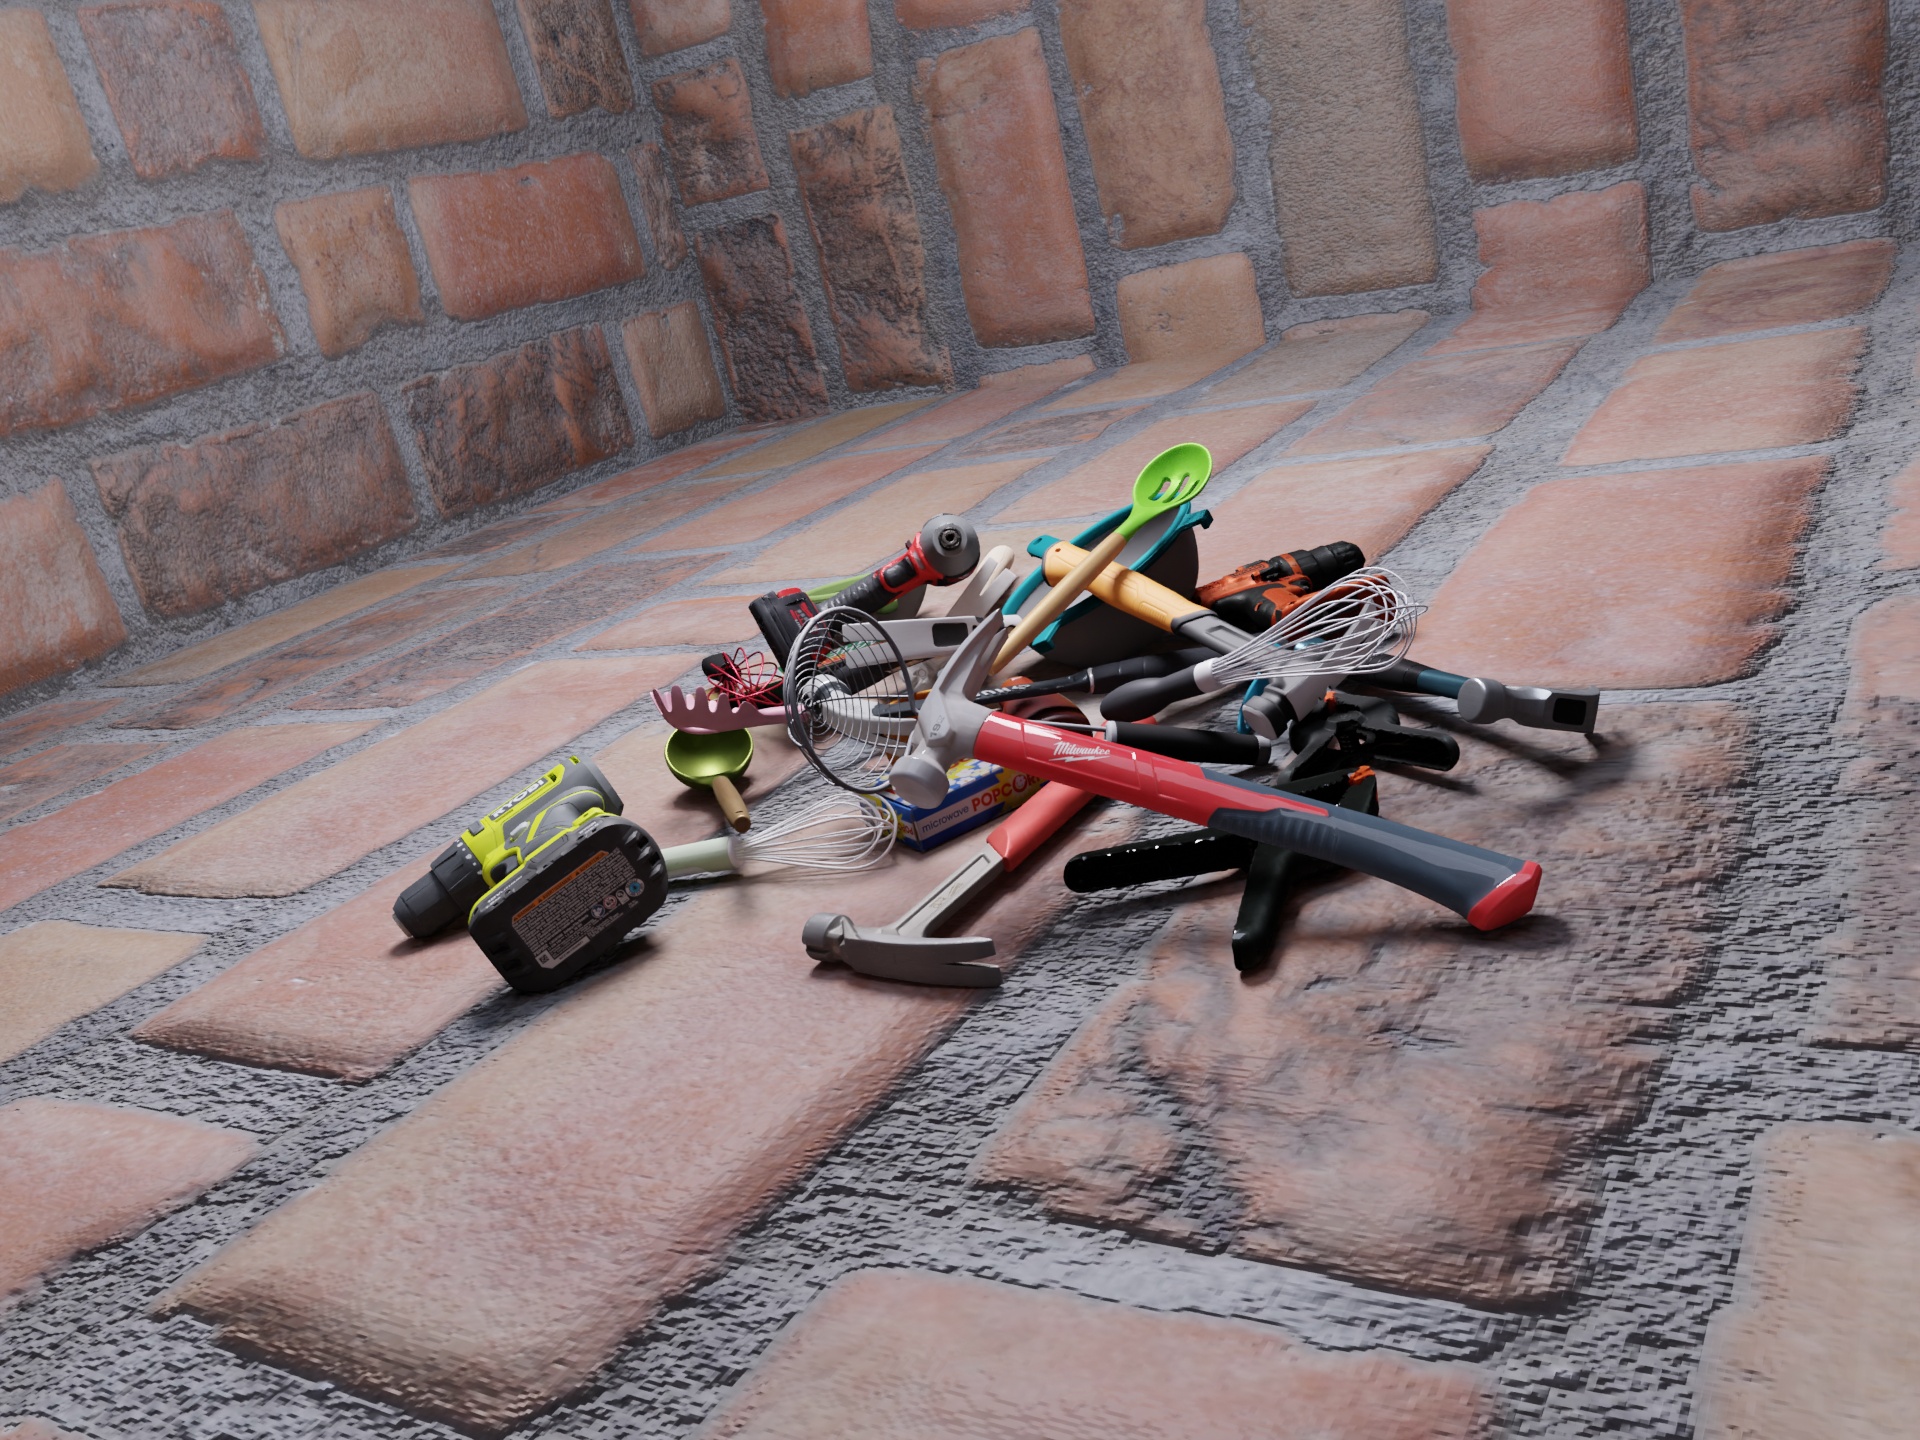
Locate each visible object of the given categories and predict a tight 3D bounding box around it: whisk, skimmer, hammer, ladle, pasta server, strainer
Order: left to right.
[{"bbox_3d":[-0.192,0.044,1.277,0.078,0.062,0.320,-11,9,-12],"label":"ladle"},{"bbox_3d":[-0.220,-0.043,1.531,0.073,0.073,0.296,-18,12,-13],"label":"whisk"},{"bbox_3d":[-0.161,0.098,1.193,0.246,0.059,0.057,-12,-19,18],"label":"whisk"},{"bbox_3d":[-0.107,-0.015,1.378,0.316,0.040,0.060,-4,-5,-18],"label":"pasta server"},{"bbox_3d":[-0.079,-0.046,1.402,0.146,0.035,0.335,-4,-5,-24],"label":"hammer"},{"bbox_3d":[-0.088,-0.112,1.687,0.151,0.069,0.256,-14,13,-7],"label":"strainer"},{"bbox_3d":[0.024,-0.141,1.670,0.146,0.038,0.411,-52,3,18],"label":"hammer"},{"bbox_3d":[0.053,0.076,1.106,0.149,0.036,0.359,0,23,36],"label":"hammer"},{"bbox_3d":[0.055,-0.001,1.097,0.363,0.127,0.090,5,-18,-13],"label":"skimmer"},{"bbox_3d":[0.090,-0.029,1.264,0.409,0.036,0.149,-9,18,-24],"label":"hammer"},{"bbox_3d":[0.133,-0.126,1.537,0.211,0.095,0.340,-38,16,-1],"label":"strainer"},{"bbox_3d":[0.177,-0.090,1.268,0.127,0.034,0.337,-42,38,-12],"label":"hammer"},{"bbox_3d":[0.153,0.034,0.957,0.386,0.038,0.143,16,61,25],"label":"hammer"},{"bbox_3d":[0.202,-0.040,1.115,0.070,0.070,0.284,-31,7,-42],"label":"whisk"},{"bbox_3d":[0.338,-0.030,1.169,0.128,0.033,0.331,6,7,-18],"label":"hammer"}]

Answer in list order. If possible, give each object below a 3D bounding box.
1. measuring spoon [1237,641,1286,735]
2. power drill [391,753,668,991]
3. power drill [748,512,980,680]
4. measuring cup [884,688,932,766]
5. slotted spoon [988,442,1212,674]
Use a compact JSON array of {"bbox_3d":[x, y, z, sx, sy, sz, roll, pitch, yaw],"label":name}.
[{"bbox_3d":[0.244,-0.023,1.263,0.021,0.042,0.129,-12,24,30],"label":"measuring spoon"},{"bbox_3d":[-0.321,0.116,1.176,0.190,0.080,0.229,-37,24,-16],"label":"power drill"},{"bbox_3d":[-0.081,-0.122,1.485,0.219,0.078,0.143,-29,0,-3],"label":"power drill"},{"bbox_3d":[-0.002,-0.004,1.362,0.095,0.052,0.173,-2,20,32],"label":"measuring cup"},{"bbox_3d":[0.114,-0.134,1.306,0.070,0.031,0.314,13,46,40],"label":"slotted spoon"}]
